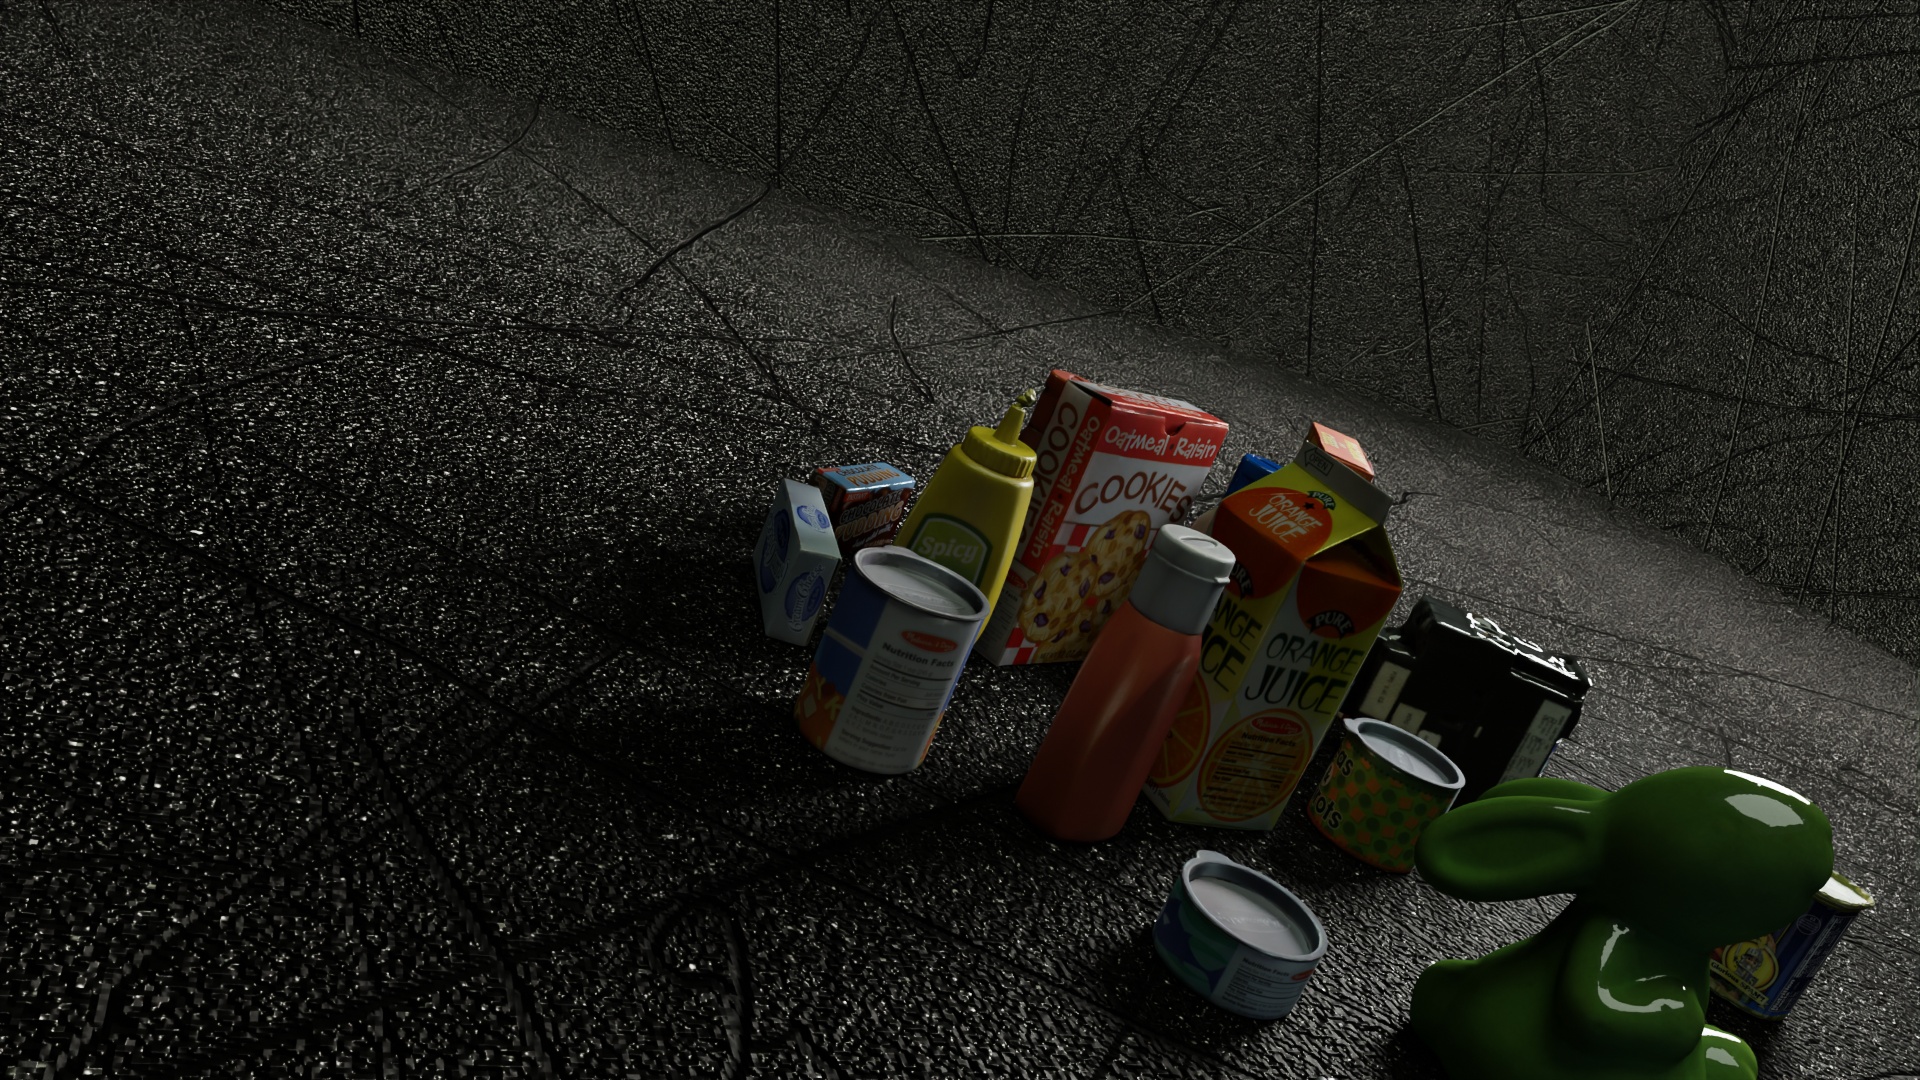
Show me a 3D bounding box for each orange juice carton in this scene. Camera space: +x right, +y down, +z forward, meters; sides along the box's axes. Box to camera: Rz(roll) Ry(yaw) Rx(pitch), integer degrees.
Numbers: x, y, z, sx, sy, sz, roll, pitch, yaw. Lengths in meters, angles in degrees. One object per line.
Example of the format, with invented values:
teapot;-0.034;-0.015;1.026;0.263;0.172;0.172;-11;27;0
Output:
orange juice carton;0.155;0.048;0.711;0.073;0.192;0.072;13;19;-31

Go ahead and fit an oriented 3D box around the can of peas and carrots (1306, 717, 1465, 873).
can of peas and carrots;0.230;0.139;0.763;0.071;0.058;0.071;21;17;-7

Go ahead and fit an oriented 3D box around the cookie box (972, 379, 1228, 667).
cookie box;0.081;-0.007;0.823;0.123;0.167;0.040;3;26;-49

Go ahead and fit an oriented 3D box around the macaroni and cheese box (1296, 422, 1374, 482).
macaroni and cheese box;0.231;0.008;0.972;0.040;0.166;0.124;24;17;4

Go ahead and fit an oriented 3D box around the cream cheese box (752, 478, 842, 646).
cream cheese box;-0.089;0.010;0.749;0.024;0.053;0.104;17;18;-19

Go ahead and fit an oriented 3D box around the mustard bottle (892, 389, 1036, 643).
mustard bottle;0.003;-0.009;0.743;0.065;0.159;0.049;25;17;5

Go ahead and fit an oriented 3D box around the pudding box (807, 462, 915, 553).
pudding box;-0.068;-0.021;0.875;0.030;0.049;0.084;30;18;22

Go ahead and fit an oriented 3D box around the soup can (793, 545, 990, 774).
soup can;-0.033;0.054;0.639;0.071;0.083;0.071;21;17;-7

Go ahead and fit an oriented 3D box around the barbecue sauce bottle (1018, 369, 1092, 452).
barbecue sauce bottle;0.047;-0.036;0.900;0.044;0.148;0.065;21;17;-6

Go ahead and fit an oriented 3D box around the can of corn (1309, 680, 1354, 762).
can of corn;0.197;0.095;0.852;0.071;0.058;0.071;21;17;-7

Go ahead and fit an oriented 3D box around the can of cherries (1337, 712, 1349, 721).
can of cherries;0.299;0.106;0.950;0.071;0.058;0.072;21;17;-7

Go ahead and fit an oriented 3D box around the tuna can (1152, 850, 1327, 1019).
tuna can;0.115;0.164;0.583;0.071;0.032;0.071;21;17;-7

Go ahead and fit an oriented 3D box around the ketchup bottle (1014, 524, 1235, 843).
ketchup bottle;0.079;0.066;0.634;0.043;0.148;0.065;35;20;35

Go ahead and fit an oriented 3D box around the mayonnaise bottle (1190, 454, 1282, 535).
mayonnaise bottle;0.166;0.018;0.892;0.041;0.147;0.065;5;25;-47
